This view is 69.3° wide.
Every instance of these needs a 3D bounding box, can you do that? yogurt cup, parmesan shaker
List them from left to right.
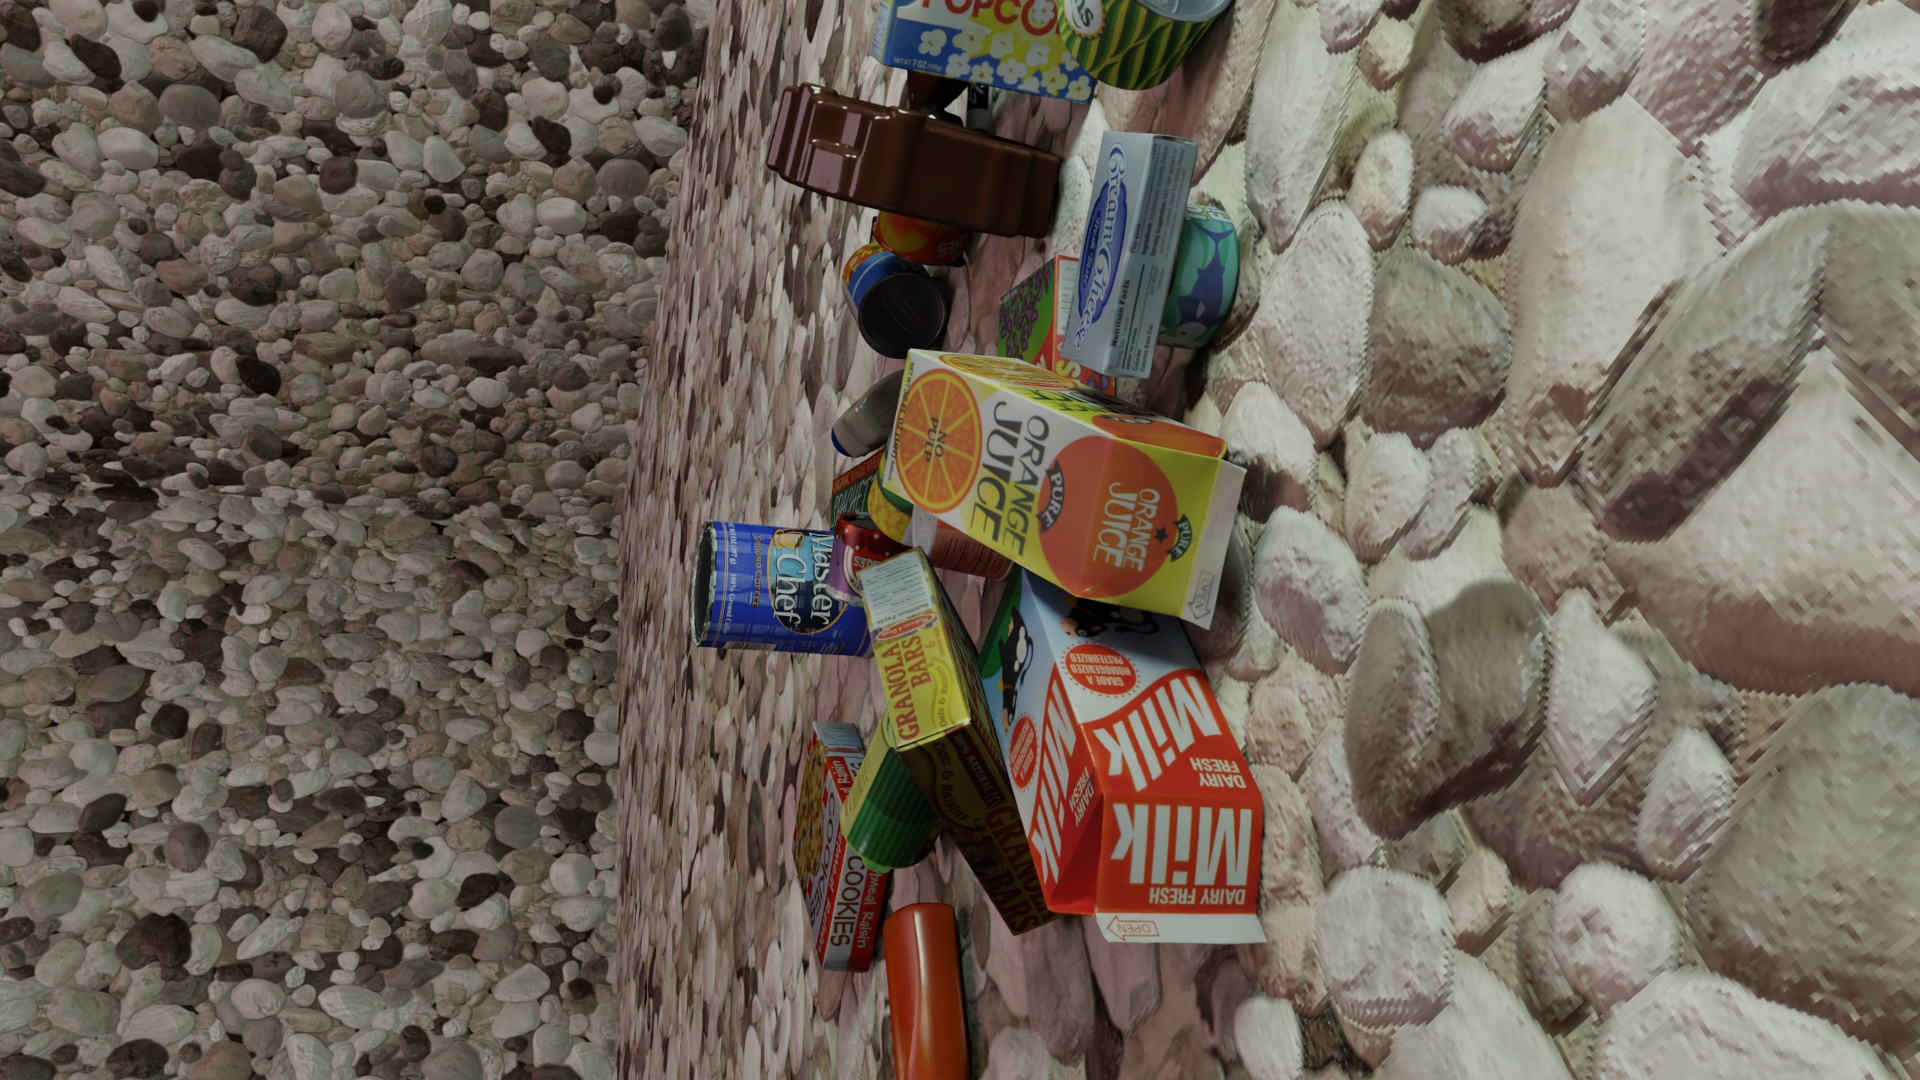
[{"bbox_3d":[-0.033,0.155,0.882,0.071,0.071,0.102,-102,26,-42],"label":"parmesan shaker"},{"bbox_3d":[0.003,-0.011,0.845,0.072,0.054,0.072,-174,89,-72],"label":"yogurt cup"}]

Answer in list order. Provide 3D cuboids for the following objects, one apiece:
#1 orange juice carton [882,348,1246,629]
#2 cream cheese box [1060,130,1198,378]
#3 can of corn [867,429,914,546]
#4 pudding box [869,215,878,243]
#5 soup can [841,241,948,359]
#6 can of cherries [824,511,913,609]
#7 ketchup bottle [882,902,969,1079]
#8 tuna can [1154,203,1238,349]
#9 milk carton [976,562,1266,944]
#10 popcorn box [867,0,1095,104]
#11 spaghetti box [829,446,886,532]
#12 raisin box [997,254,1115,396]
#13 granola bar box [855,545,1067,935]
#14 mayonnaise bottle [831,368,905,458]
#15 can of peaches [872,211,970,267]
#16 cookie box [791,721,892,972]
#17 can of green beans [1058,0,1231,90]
[{"bbox_3d":[0.051,-0.028,0.630,0.193,0.073,0.071,30,114,47],"label":"orange juice carton"},{"bbox_3d":[0.073,-0.126,0.609,0.053,0.024,0.103,-139,57,-65],"label":"cream cheese box"},{"bbox_3d":[-0.024,-0.039,0.913,0.058,0.071,0.071,114,154,-45],"label":"can of corn"},{"bbox_3d":[-0.058,-0.218,1.122,0.050,0.030,0.083,-142,59,-67],"label":"pudding box"},{"bbox_3d":[-0.048,-0.182,1.033,0.084,0.071,0.071,-116,36,-58],"label":"soup can"},{"bbox_3d":[-0.061,0.015,1.009,0.071,0.071,0.058,-140,59,-68],"label":"can of cherries"},{"bbox_3d":[-0.019,0.299,0.838,0.064,0.043,0.149,118,151,-51],"label":"ketchup bottle"},{"bbox_3d":[0.097,-0.123,0.630,0.071,0.033,0.071,-174,89,-71],"label":"tuna can"},{"bbox_3d":[0.067,0.093,0.595,0.191,0.072,0.073,-108,30,-50],"label":"milk carton"},{"bbox_3d":[0.020,-0.295,0.762,0.038,0.127,0.084,-124,42,-56],"label":"popcorn box"},{"bbox_3d":[-0.058,-0.041,1.076,0.249,0.029,0.050,160,115,-69],"label":"spaghetti box"},{"bbox_3d":[0.050,-0.081,0.750,0.086,0.040,0.123,163,111,-69],"label":"raisin box"},{"bbox_3d":[0.004,0.101,0.699,0.125,0.039,0.164,-108,-7,-49],"label":"granola bar box"},{"bbox_3d":[-0.068,-0.092,1.072,0.041,0.065,0.148,54,163,-6],"label":"mayonnaise bottle"},{"bbox_3d":[-0.020,-0.231,0.963,0.071,0.071,0.057,-107,29,-49],"label":"can of peaches"},{"bbox_3d":[-0.093,0.234,1.084,0.168,0.040,0.122,-127,46,-65],"label":"cookie box"},{"bbox_3d":[0.086,-0.254,0.649,0.057,0.071,0.071,140,133,-65],"label":"can of green beans"}]
